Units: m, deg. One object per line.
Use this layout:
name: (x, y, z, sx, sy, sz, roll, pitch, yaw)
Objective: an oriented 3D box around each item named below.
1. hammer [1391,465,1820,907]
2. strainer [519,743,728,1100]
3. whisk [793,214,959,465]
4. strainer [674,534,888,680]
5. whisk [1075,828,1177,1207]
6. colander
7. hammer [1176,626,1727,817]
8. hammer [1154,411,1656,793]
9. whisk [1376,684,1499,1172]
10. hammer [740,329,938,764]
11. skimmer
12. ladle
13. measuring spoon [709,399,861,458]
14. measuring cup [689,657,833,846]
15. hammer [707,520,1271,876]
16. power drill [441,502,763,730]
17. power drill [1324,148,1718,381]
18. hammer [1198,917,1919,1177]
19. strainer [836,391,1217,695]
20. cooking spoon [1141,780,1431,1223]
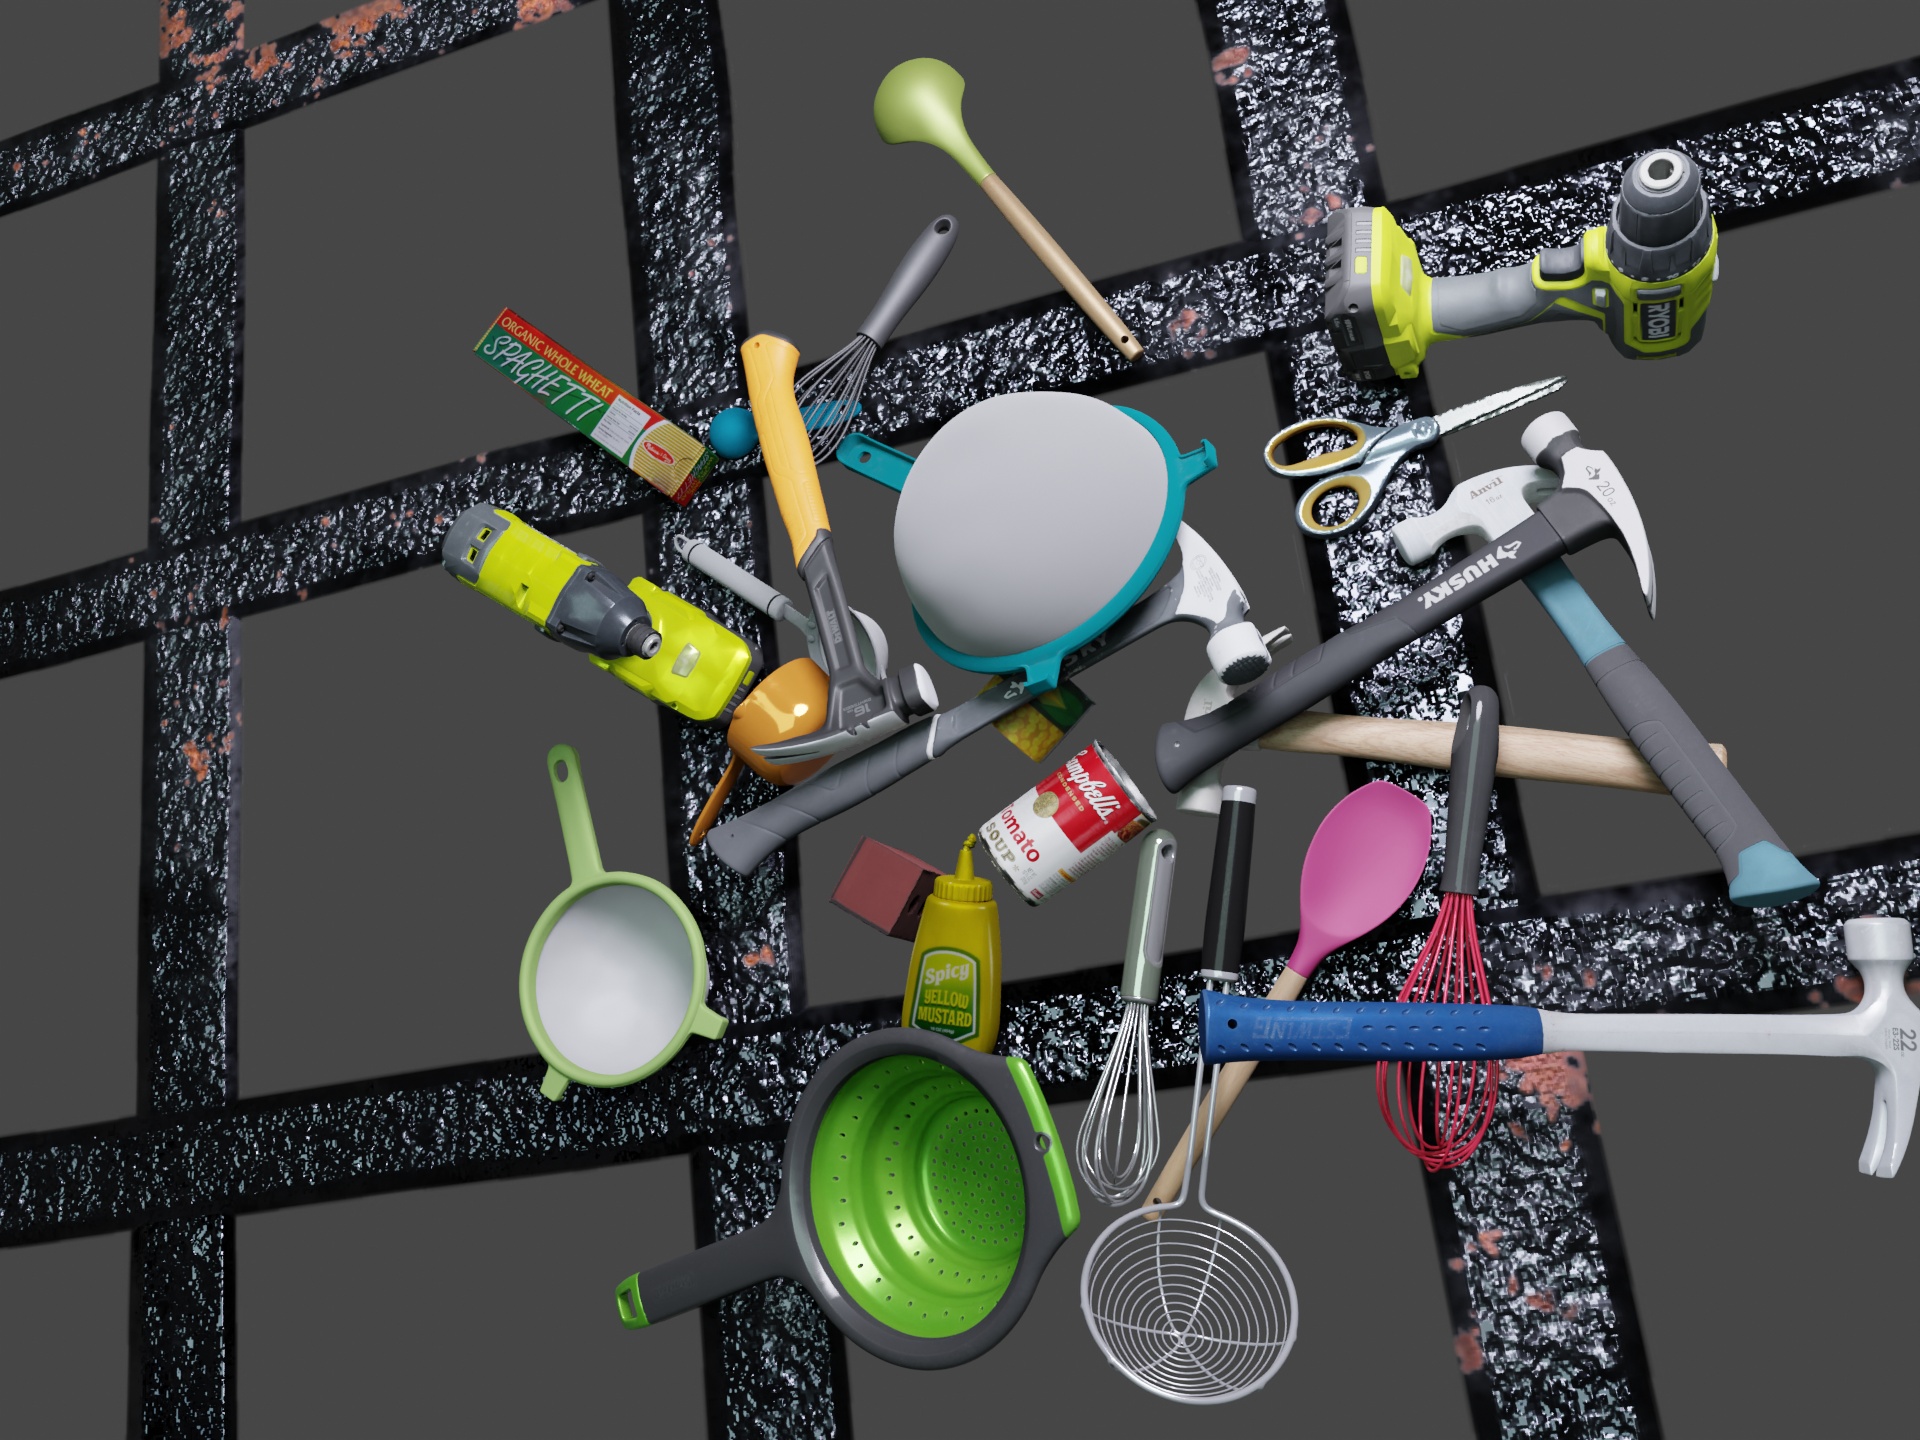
hammer: (0.399, -0.027, 0.968, 0.128, 0.033, 0.331, -29, 58, 8)
strainer: (-0.252, 0.140, 1.161, 0.151, 0.069, 0.257, -23, 70, 15)
whisk: (-0.072, -0.292, 1.214, 0.055, 0.055, 0.239, 30, 80, 23)
strainer: (-0.128, -0.082, 1.189, 0.259, 0.050, 0.086, 33, 133, 28)
whisk: (0.115, 0.190, 1.036, 0.059, 0.057, 0.246, -8, 67, 49)
colander: (-0.071, 0.332, 1.053, 0.397, 0.094, 0.205, -30, 69, 29)
hammer: (0.308, 0.013, 1.020, 0.331, 0.031, 0.130, 6, 79, 20)
hammer: (0.268, -0.050, 0.998, 0.335, 0.035, 0.146, -33, 54, 14)
whisk: (0.300, 0.124, 0.966, 0.073, 0.073, 0.296, 6, 84, 20)
hammer: (-0.114, -0.133, 1.117, 0.127, 0.034, 0.337, -21, 65, 12)
skimmer: (0.153, 0.214, 0.961, 0.127, 0.090, 0.363, 7, 79, 6)
ladle: (0.039, -0.387, 1.212, 0.078, 0.062, 0.320, -38, 75, 5)
measuring spoon: (-0.140, -0.235, 1.239, 0.128, 0.021, 0.042, -9, 74, 17)
measuring cup: (-0.139, 0.038, 1.151, 0.052, 0.095, 0.173, 39, 110, 18)
hammer: (-0.002, -0.003, 1.060, 0.409, 0.036, 0.149, -29, 57, 17)
power drill: (-0.238, -0.066, 1.123, 0.171, 0.223, 0.080, 29, 88, 23)
power drill: (0.350, -0.283, 0.996, 0.228, 0.190, 0.080, -1, 77, 23)
hammer: (0.341, 0.183, 0.906, 0.405, 0.035, 0.144, 0, 79, 1)
strainer: (-0.006, -0.165, 1.074, 0.341, 0.095, 0.211, 32, 83, 46)
cooking spoon: (0.200, 0.182, 1.010, 0.069, 0.017, 0.319, 31, 93, 14)
